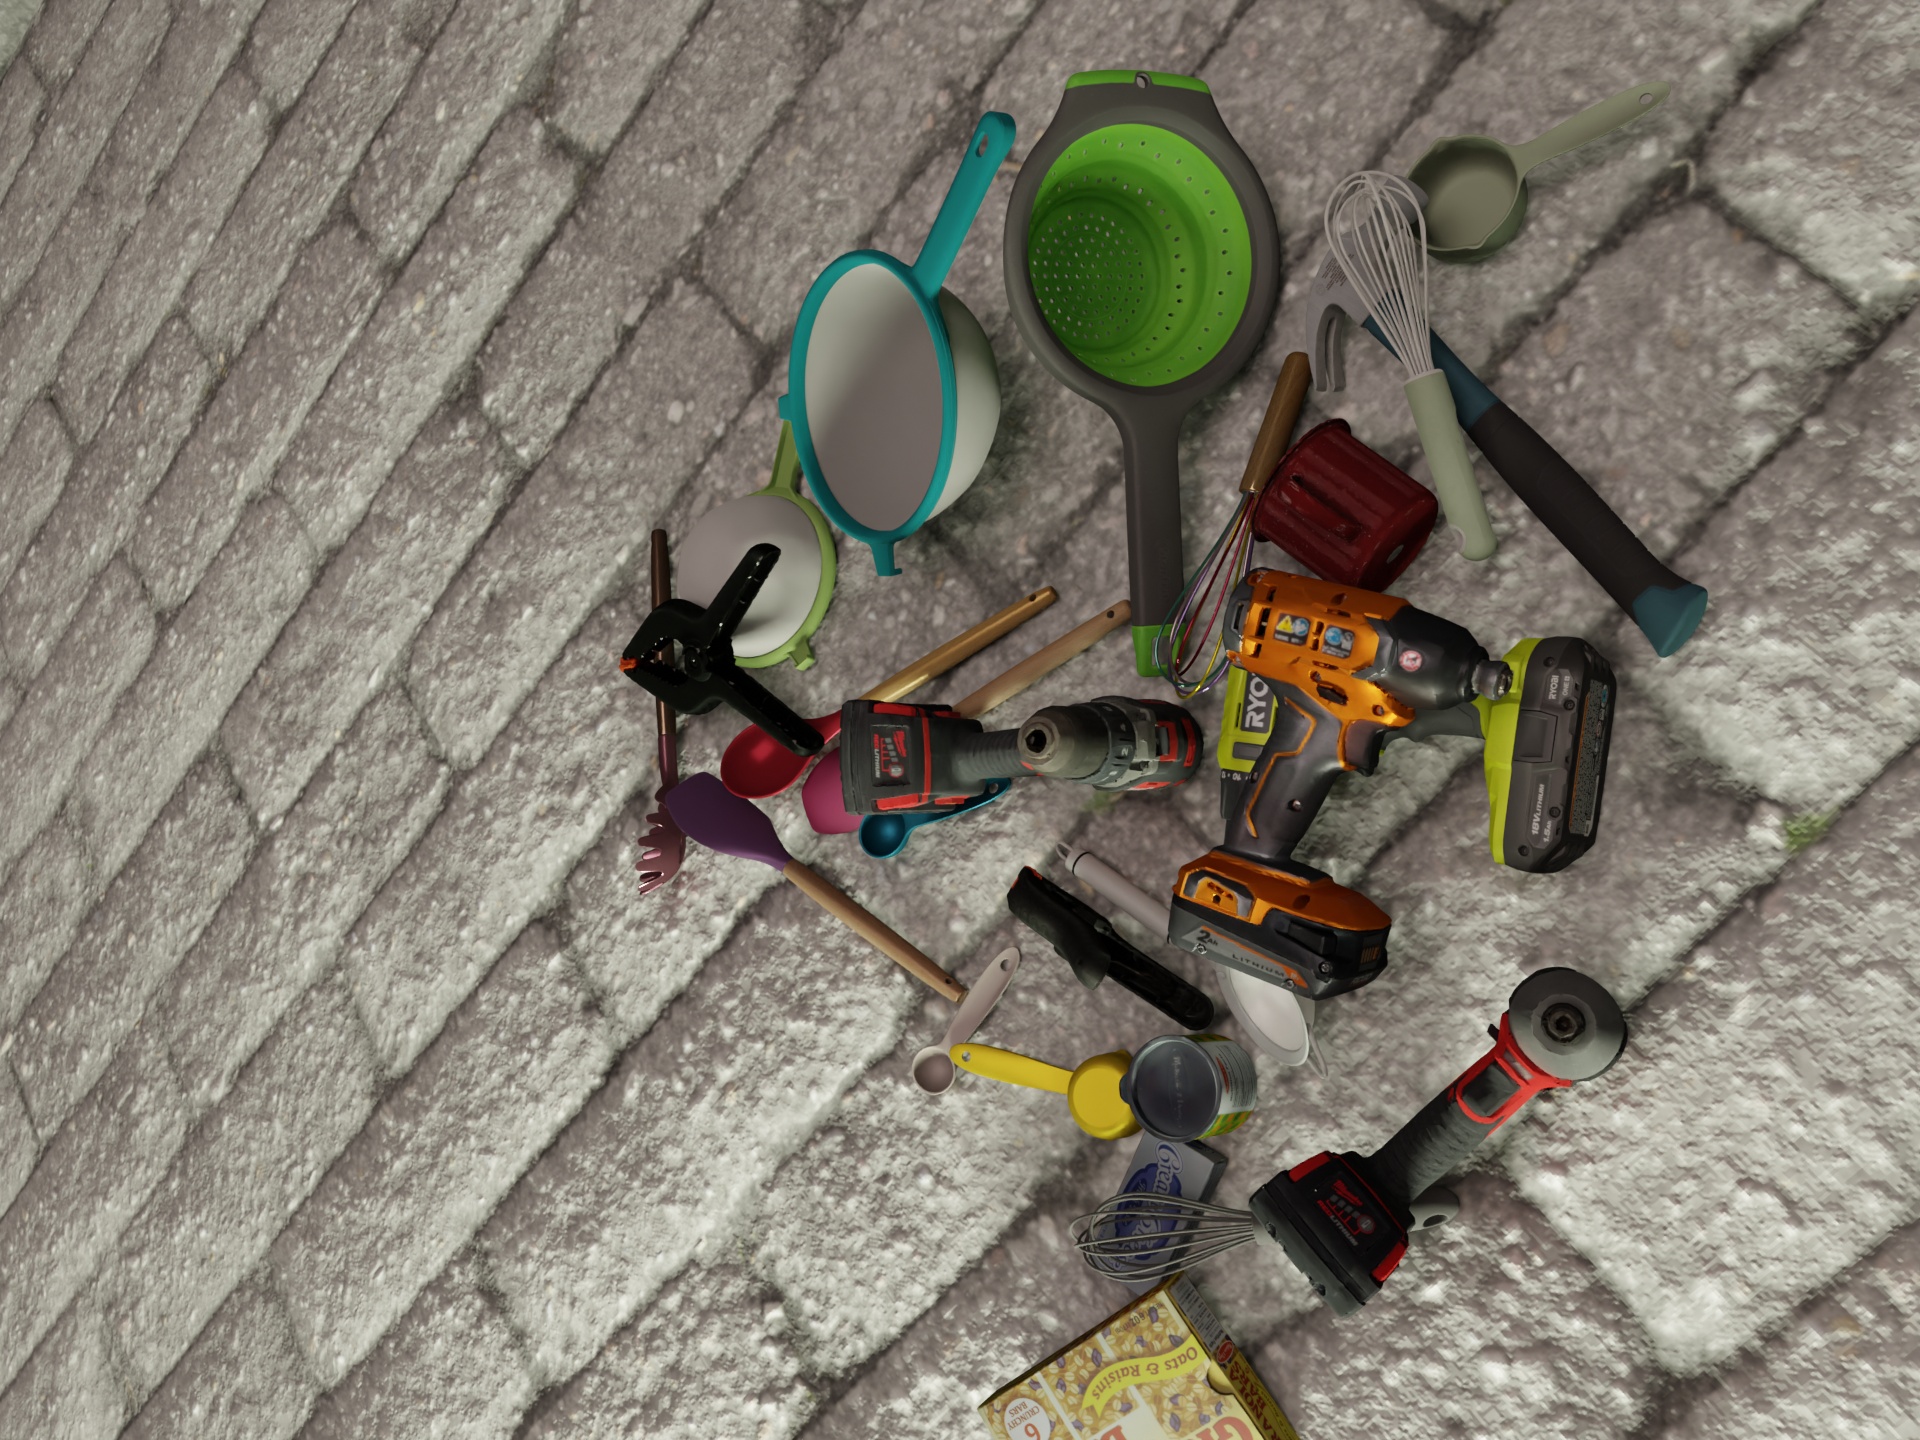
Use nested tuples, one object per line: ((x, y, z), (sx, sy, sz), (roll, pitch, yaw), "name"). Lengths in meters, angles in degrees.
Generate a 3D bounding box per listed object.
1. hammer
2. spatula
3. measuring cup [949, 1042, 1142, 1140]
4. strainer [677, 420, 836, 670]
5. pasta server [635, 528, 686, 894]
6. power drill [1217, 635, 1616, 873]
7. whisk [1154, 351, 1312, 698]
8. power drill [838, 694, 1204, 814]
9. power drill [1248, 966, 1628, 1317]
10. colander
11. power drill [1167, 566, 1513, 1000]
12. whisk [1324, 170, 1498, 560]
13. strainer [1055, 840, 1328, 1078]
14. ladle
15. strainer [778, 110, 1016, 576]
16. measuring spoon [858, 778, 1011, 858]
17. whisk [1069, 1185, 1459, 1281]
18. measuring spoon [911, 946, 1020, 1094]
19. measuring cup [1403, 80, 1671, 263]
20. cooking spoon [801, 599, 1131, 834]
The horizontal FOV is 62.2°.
((0.328, -0.175, 0.964), (0.331, 0.033, 0.128), (56, 132, 23), "hammer")
((-0.115, 0.127, 1.221), (0.316, 0.060, 0.018), (32, 141, 30), "spatula")
((0.055, 0.244, 1.083), (0.156, 0.029, 0.062), (8, 86, 28), "measuring cup")
((-0.166, -0.172, 1.284), (0.151, 0.069, 0.256), (14, 91, 34), "strainer")
((-0.255, -0.012, 1.336), (0.040, 0.060, 0.316), (-3, 74, -8), "pasta server")
((0.262, 0.024, 0.965), (0.229, 0.080, 0.190), (8, 90, 36), "power drill")
((0.185, -0.130, 1.059), (0.051, 0.047, 0.245), (19, 86, 11), "whisk")
((0.027, 0.020, 1.050), (0.227, 0.187, 0.080), (-4, 86, 32), "power drill")
((0.268, 0.219, 0.865), (0.219, 0.143, 0.079), (-44, 68, 7), "power drill")
((0.112, -0.230, 1.095), (0.094, 0.204, 0.397), (-167, 73, -68), "colander")
((0.213, 0.038, 0.907), (0.164, 0.084, 0.226), (18, 101, 37), "power drill")
((0.277, -0.214, 0.956), (0.059, 0.058, 0.246), (-18, 89, -1), "whisk")
((0.152, 0.143, 1.038), (0.259, 0.050, 0.086), (34, 145, 38), "strainer")
((-0.057, -0.023, 1.213), (0.315, 0.031, 0.069), (-30, 58, 24), "ladle")
((-0.011, -0.280, 1.138), (0.211, 0.095, 0.340), (58, 139, 26), "strainer")
((-0.016, 0.069, 1.180), (0.128, 0.021, 0.042), (-22, 63, 19), "measuring spoon")
((0.181, 0.305, 0.969), (0.239, 0.055, 0.055), (-12, 75, 17), "whisk")
((0.008, 0.214, 1.139), (0.034, 0.018, 0.124), (36, 95, 23), "measuring spoon")
((0.357, -0.343, 0.988), (0.167, 0.038, 0.083), (-23, 70, 27), "measuring cup")
((-0.002, -0.004, 1.177), (0.319, 0.017, 0.069), (-32, 66, 26), "cooking spoon")
